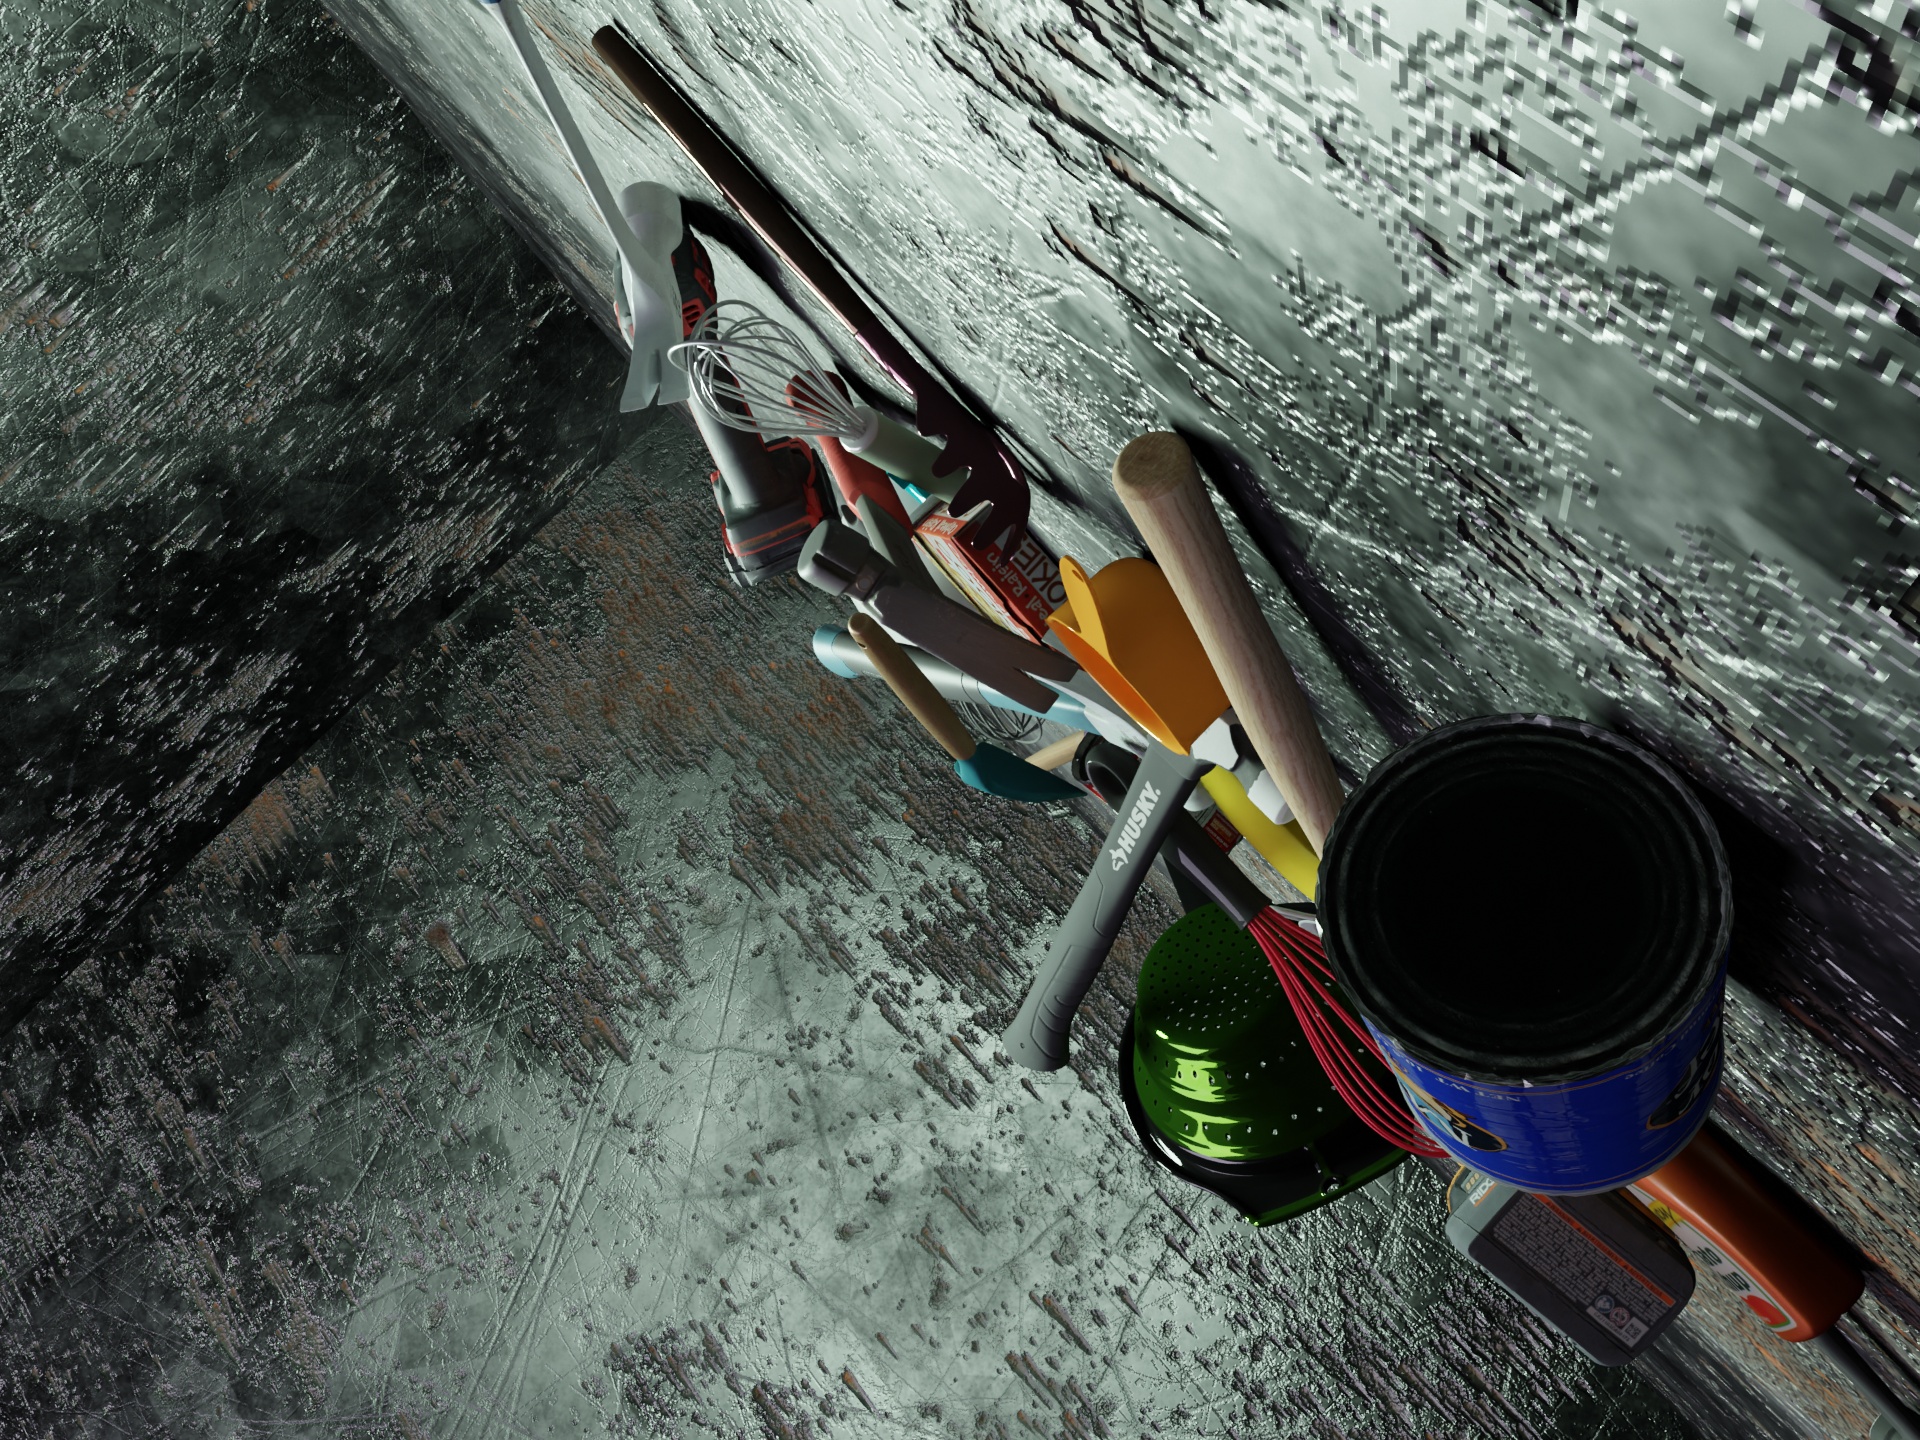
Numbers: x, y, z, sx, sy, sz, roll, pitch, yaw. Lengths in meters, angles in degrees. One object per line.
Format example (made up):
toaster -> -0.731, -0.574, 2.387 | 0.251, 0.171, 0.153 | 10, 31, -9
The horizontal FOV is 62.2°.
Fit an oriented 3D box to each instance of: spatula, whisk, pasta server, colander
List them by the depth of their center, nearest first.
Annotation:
pasta server -> -0.070, -0.205, 0.768 | 0.316, 0.040, 0.060 | 48, -164, -5
whisk -> -0.057, -0.150, 0.809 | 0.059, 0.058, 0.246 | 2, 172, 31
whisk -> 0.172, 0.119, 0.852 | 0.296, 0.073, 0.073 | 46, 178, 15
spatula -> -0.001, -0.003, 0.902 | 0.082, 0.044, 0.317 | 27, 170, 23
colander -> 0.162, 0.129, 1.036 | 0.094, 0.204, 0.398 | 53, -167, -35
whisk -> -0.011, -0.067, 1.064 | 0.238, 0.055, 0.055 | 52, 175, -32
spatula -> 0.090, 0.017, 1.158 | 0.059, 0.018, 0.316 | 42, 163, -5

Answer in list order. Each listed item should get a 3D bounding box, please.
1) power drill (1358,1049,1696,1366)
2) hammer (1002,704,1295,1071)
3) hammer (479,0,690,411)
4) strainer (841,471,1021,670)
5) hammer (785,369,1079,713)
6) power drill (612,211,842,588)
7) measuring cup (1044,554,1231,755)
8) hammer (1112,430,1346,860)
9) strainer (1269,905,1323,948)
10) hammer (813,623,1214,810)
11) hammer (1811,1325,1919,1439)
power drill -> 0.321, 0.262, 0.947 | 0.185, 0.084, 0.226 | 39, -172, 4
hammer -> 0.078, 0.092, 0.882 | 0.146, 0.035, 0.334 | 46, 140, 24
hammer -> -0.182, -0.283, 0.636 | 0.405, 0.035, 0.144 | 69, -169, -65
strainer -> 0.017, -0.050, 1.210 | 0.340, 0.095, 0.211 | 48, 177, -15
hammer -> -0.044, -0.125, 0.900 | 0.149, 0.036, 0.359 | 28, -162, -26
power drill -> -0.159, -0.221, 1.039 | 0.188, 0.080, 0.226 | -109, -4, -53
measuring cup -> 0.078, -0.047, 0.685 | 0.095, 0.052, 0.173 | 45, 176, 23
hammer -> 0.134, 0.017, 0.629 | 0.331, 0.031, 0.130 | 55, -163, -39
strainer -> 0.285, 0.170, 0.891 | 0.258, 0.050, 0.087 | 40, 170, 1
hammer -> 0.012, -0.022, 0.998 | 0.331, 0.033, 0.128 | 15, 155, 50
hammer -> 0.380, 0.259, 0.759 | 0.337, 0.034, 0.127 | 46, 179, 0
